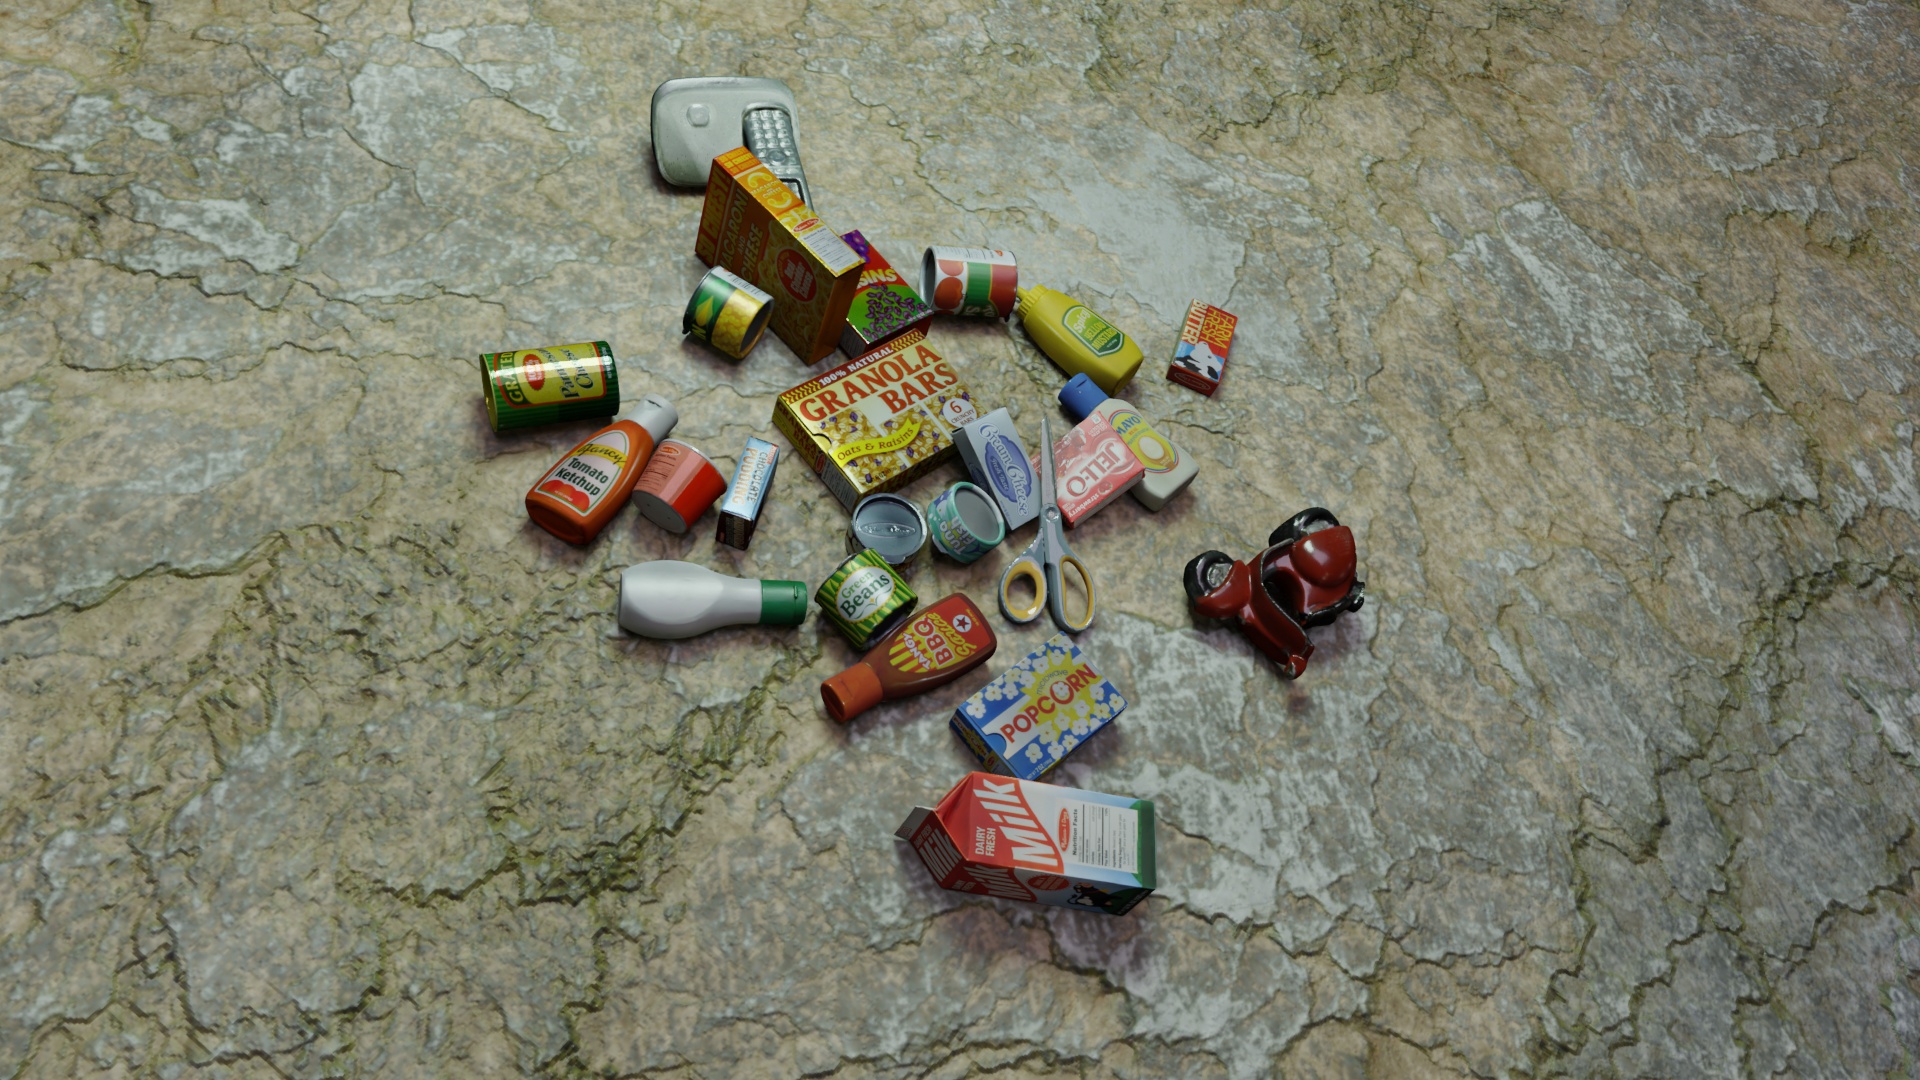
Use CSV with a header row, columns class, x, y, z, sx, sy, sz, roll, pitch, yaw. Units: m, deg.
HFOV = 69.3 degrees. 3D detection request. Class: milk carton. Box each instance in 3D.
class,x,y,z,sx,sy,sz,roll,pitch,yaw
milk carton,0.049,0.231,1.068,0.191,0.072,0.074,12,56,-12

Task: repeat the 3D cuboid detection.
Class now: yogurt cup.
class,x,y,z,sx,sy,sz,roll,pitch,yaw
yogurt cup,-0.236,-0.043,1.156,0.072,0.072,0.054,31,63,3

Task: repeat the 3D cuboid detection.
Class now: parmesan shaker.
class,x,y,z,sx,sy,sz,roll,pitch,yaw
parmesan shaker,-0.347,-0.134,1.175,0.103,0.071,0.071,-11,63,-23

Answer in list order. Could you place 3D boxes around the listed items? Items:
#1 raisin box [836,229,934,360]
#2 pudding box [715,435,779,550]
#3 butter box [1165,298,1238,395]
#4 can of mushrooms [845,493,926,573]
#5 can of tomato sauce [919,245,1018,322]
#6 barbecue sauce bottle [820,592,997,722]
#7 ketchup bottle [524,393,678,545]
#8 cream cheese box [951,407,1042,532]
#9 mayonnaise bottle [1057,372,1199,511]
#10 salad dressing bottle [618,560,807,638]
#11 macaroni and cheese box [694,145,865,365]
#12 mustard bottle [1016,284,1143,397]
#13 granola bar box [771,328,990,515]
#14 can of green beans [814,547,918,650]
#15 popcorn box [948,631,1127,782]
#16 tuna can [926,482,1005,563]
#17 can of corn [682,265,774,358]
class,x,y,z,sx,sy,sz,roll,pitch,yaw
raisin box,-0.098,-0.233,1.333,0.086,0.039,0.123,-31,71,-31
pudding box,-0.180,-0.041,1.180,0.030,0.049,0.084,18,55,-5
butter box,0.249,-0.201,1.433,0.053,0.024,0.104,23,55,-2
can of mushrooms,-0.065,-0.003,1.203,0.071,0.033,0.071,9,56,-13
can of tomato sauce,0.007,-0.252,1.365,0.083,0.070,0.071,1,59,-17
barbecue sauce bottle,-0.044,0.100,1.138,0.149,0.043,0.065,-27,72,-29
ketchup bottle,-0.294,-0.064,1.162,0.065,0.043,0.149,27,54,11
cream cheese box,0.038,-0.064,1.256,0.053,0.024,0.103,-29,96,-32
mayonnaise bottle,0.156,-0.098,1.328,0.065,0.041,0.148,-38,76,-26
salad dressing bottle,-0.200,0.049,1.122,0.148,0.043,0.064,3,56,-17
macaroni and cheese box,-0.169,-0.261,1.278,0.166,0.123,0.040,45,54,13
mustard bottle,0.104,-0.209,1.377,0.160,0.048,0.065,39,53,8
granola bar box,-0.068,-0.112,1.267,0.166,0.038,0.124,-31,72,-31
can of green beans,-0.077,0.049,1.146,0.071,0.071,0.058,-36,75,-32
popcorn box,0.065,0.143,1.149,0.127,0.038,0.085,-33,74,-32
tuna can,0.004,-0.015,1.215,0.071,0.032,0.071,32,39,-30
can of corn,-0.212,-0.205,1.266,0.058,0.070,0.071,30,55,2
